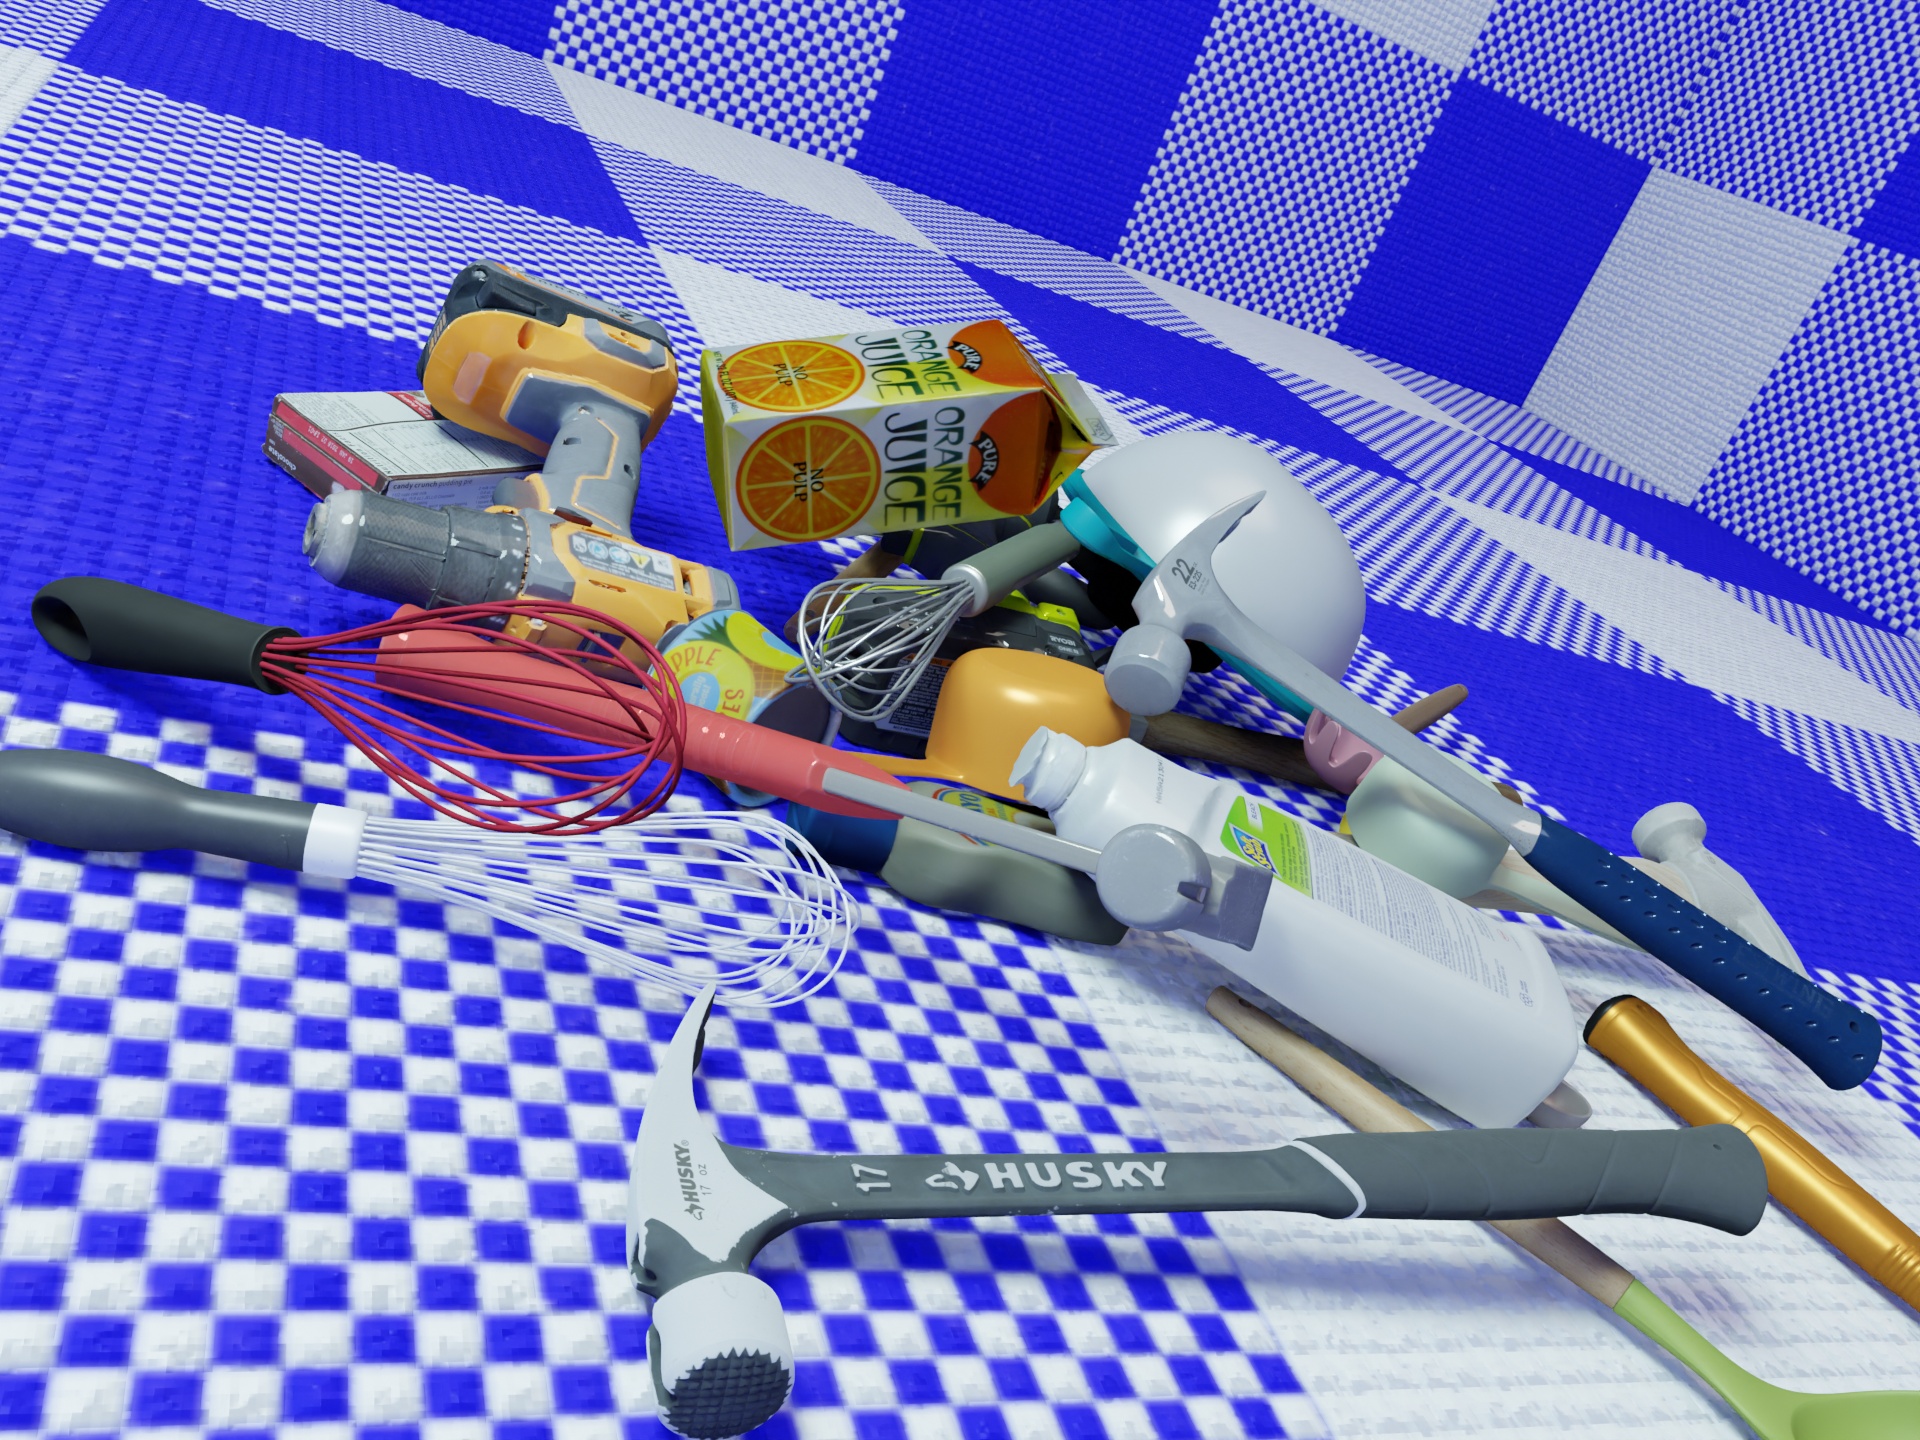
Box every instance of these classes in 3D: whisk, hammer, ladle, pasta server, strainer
[{"bbox_3d":[-0.170,0.045,0.519,0.284,0.070,0.070,12,26,-15],"label":"whisk"},{"bbox_3d":[-0.065,0.016,0.587,0.359,0.037,0.149,16,-4,22],"label":"hammer"},{"bbox_3d":[0.225,0.184,0.584,0.320,0.062,0.078,34,24,30],"label":"ladle"},{"bbox_3d":[0.269,0.000,0.959,0.060,0.040,0.316,44,27,16],"label":"pasta server"},{"bbox_3d":[-0.210,-0.016,0.521,0.296,0.073,0.073,11,16,27],"label":"whisk"},{"bbox_3d":[0.234,0.082,0.790,0.410,0.038,0.146,8,40,-18],"label":"hammer"},{"bbox_3d":[0.140,-0.104,0.857,0.211,0.095,0.340,48,14,17],"label":"strainer"},{"bbox_3d":[0.195,0.022,0.928,0.331,0.031,0.130,12,26,-25],"label":"hammer"},{"bbox_3d":[0.254,0.041,0.730,0.405,0.035,0.144,33,48,-6],"label":"hammer"},{"bbox_3d":[-0.004,-0.115,1.022,0.239,0.055,0.055,26,23,-6],"label":"whisk"},{"bbox_3d":[0.096,0.146,0.513,0.408,0.036,0.149,5,26,-21],"label":"hammer"},{"bbox_3d":[-0.002,-0.055,0.707,0.246,0.058,0.059,-34,99,-57],"label":"whisk"},{"bbox_3d":[0.395,0.233,0.661,0.127,0.034,0.337,4,30,-40],"label":"hammer"}]

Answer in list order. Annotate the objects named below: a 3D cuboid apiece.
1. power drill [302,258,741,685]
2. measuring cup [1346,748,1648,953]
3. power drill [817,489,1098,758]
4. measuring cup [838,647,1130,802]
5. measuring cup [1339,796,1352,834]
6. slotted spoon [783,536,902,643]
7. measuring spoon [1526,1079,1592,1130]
[{"bbox_3d":[-0.206,-0.117,0.740,0.185,0.084,0.226,13,42,-33],"label":"power drill"},{"bbox_3d":[0.270,0.065,0.767,0.167,0.038,0.083,25,39,5],"label":"measuring cup"},{"bbox_3d":[-0.028,-0.085,0.836,0.190,0.080,0.229,11,38,-21],"label":"power drill"},{"bbox_3d":[-0.001,-0.002,0.682,0.173,0.052,0.095,4,16,-38],"label":"measuring cup"},{"bbox_3d":[0.222,0.090,0.828,0.062,0.029,0.157,24,35,2],"label":"measuring cup"},{"bbox_3d":[-0.021,-0.117,0.956,0.070,0.031,0.314,35,38,6],"label":"slotted spoon"},{"bbox_3d":[0.260,0.156,0.732,0.034,0.018,0.124,23,17,3],"label":"measuring spoon"}]
